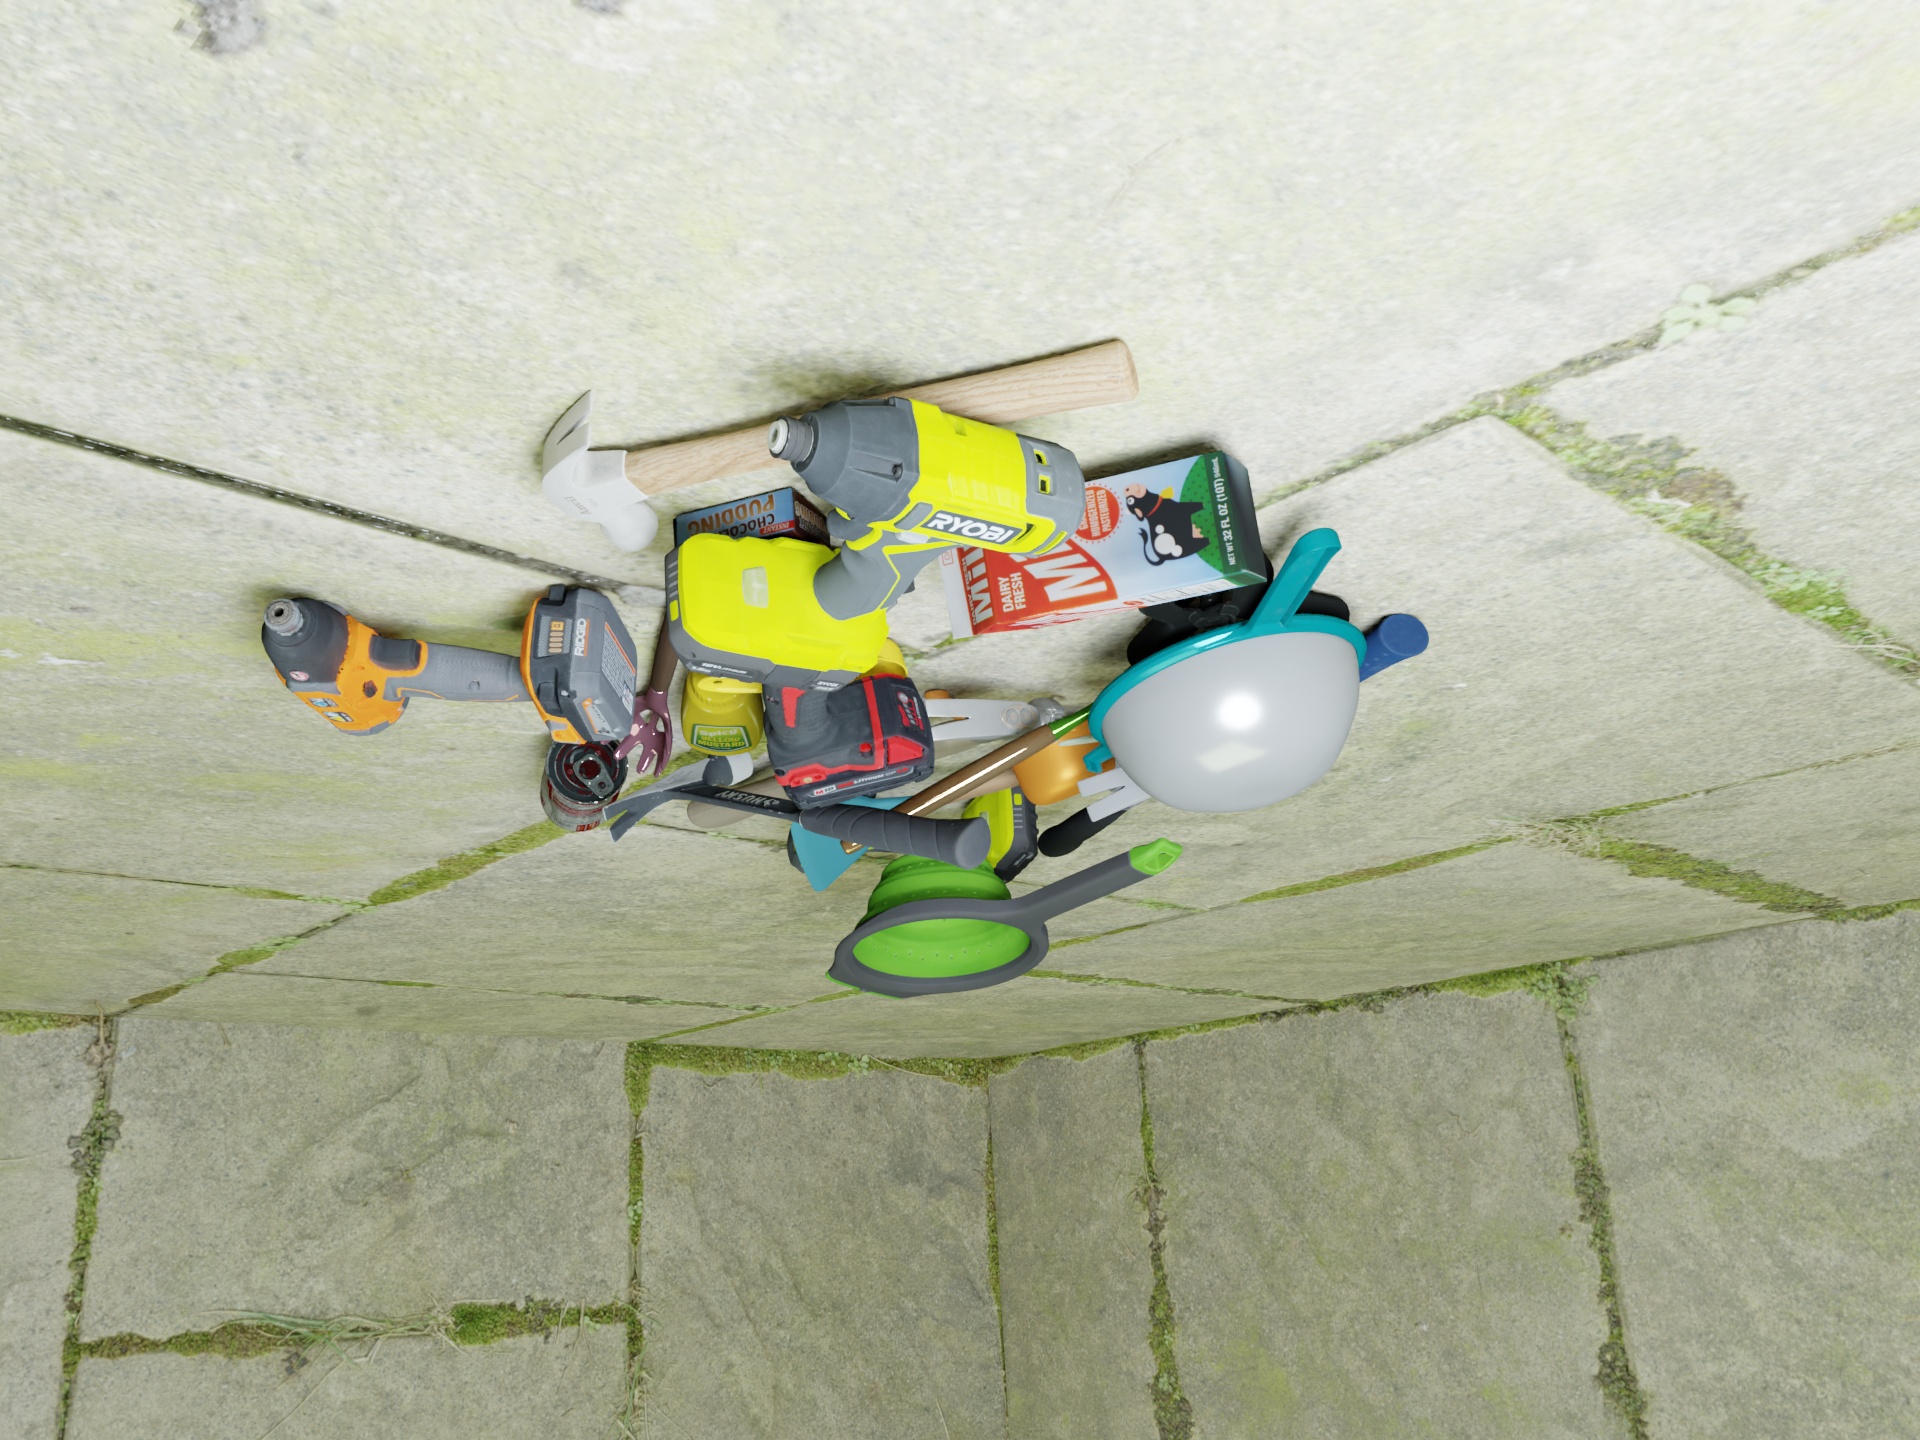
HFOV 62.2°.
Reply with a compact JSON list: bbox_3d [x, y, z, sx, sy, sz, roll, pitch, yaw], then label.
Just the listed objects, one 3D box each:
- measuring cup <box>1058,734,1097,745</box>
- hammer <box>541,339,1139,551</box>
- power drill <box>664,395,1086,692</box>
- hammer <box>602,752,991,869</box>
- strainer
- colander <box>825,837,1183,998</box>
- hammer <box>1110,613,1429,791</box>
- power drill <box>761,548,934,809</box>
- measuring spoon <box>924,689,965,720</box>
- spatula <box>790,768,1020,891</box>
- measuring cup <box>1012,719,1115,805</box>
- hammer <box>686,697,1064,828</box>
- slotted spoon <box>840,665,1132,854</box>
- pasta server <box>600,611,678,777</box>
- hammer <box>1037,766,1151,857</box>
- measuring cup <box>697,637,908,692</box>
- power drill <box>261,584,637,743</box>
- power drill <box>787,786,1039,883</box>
[{"bbox_3d":[0.157,-0.012,1.278,0.167,0.038,0.083,-12,170,10],"label":"measuring cup"},{"bbox_3d":[-0.071,-0.154,0.847,0.331,0.031,0.130,-9,161,16],"label":"hammer"},{"bbox_3d":[-0.065,-0.096,0.859,0.171,0.080,0.223,8,155,-34],"label":"power drill"},{"bbox_3d":[-0.123,0.071,1.206,0.149,0.036,0.409,-26,-160,-36],"label":"hammer"},{"bbox_3d":[0.211,-0.013,1.100,0.211,0.095,0.340,-10,159,-10],"label":"strainer"},{"bbox_3d":[0.038,0.153,1.482,0.397,0.095,0.204,-28,142,36],"label":"colander"},{"bbox_3d":[0.260,0.000,1.361,0.144,0.035,0.405,3,161,-19],"label":"hammer"},{"bbox_3d":[-0.087,-0.034,1.084,0.143,0.079,0.219,-15,147,1],"label":"power drill"},{"bbox_3d":[-0.002,-0.004,1.341,0.021,0.011,0.116,-10,161,19],"label":"measuring spoon"},{"bbox_3d":[0.006,0.070,1.436,0.317,0.044,0.082,-16,121,0],"label":"spatula"},{"bbox_3d":[0.056,0.052,1.363,0.173,0.052,0.095,-21,171,-26],"label":"measuring cup"},{"bbox_3d":[-0.109,0.042,1.369,0.410,0.038,0.146,-18,168,42],"label":"hammer"},{"bbox_3d":[0.047,0.021,1.217,0.314,0.031,0.070,-29,-175,-4],"label":"slotted spoon"},{"bbox_3d":[-0.225,-0.031,1.182,0.060,0.040,0.316,32,154,-3],"label":"pasta server"},{"bbox_3d":[0.131,0.080,1.427,0.146,0.035,0.334,-17,170,-19],"label":"hammer"},{"bbox_3d":[-0.116,-0.038,1.165,0.156,0.029,0.062,-2,150,-19],"label":"measuring cup"},{"bbox_3d":[-0.345,-0.041,1.069,0.226,0.084,0.164,0,161,1],"label":"power drill"},{"bbox_3d":[-0.044,0.100,1.552,0.228,0.080,0.190,5,155,-17],"label":"power drill"}]
